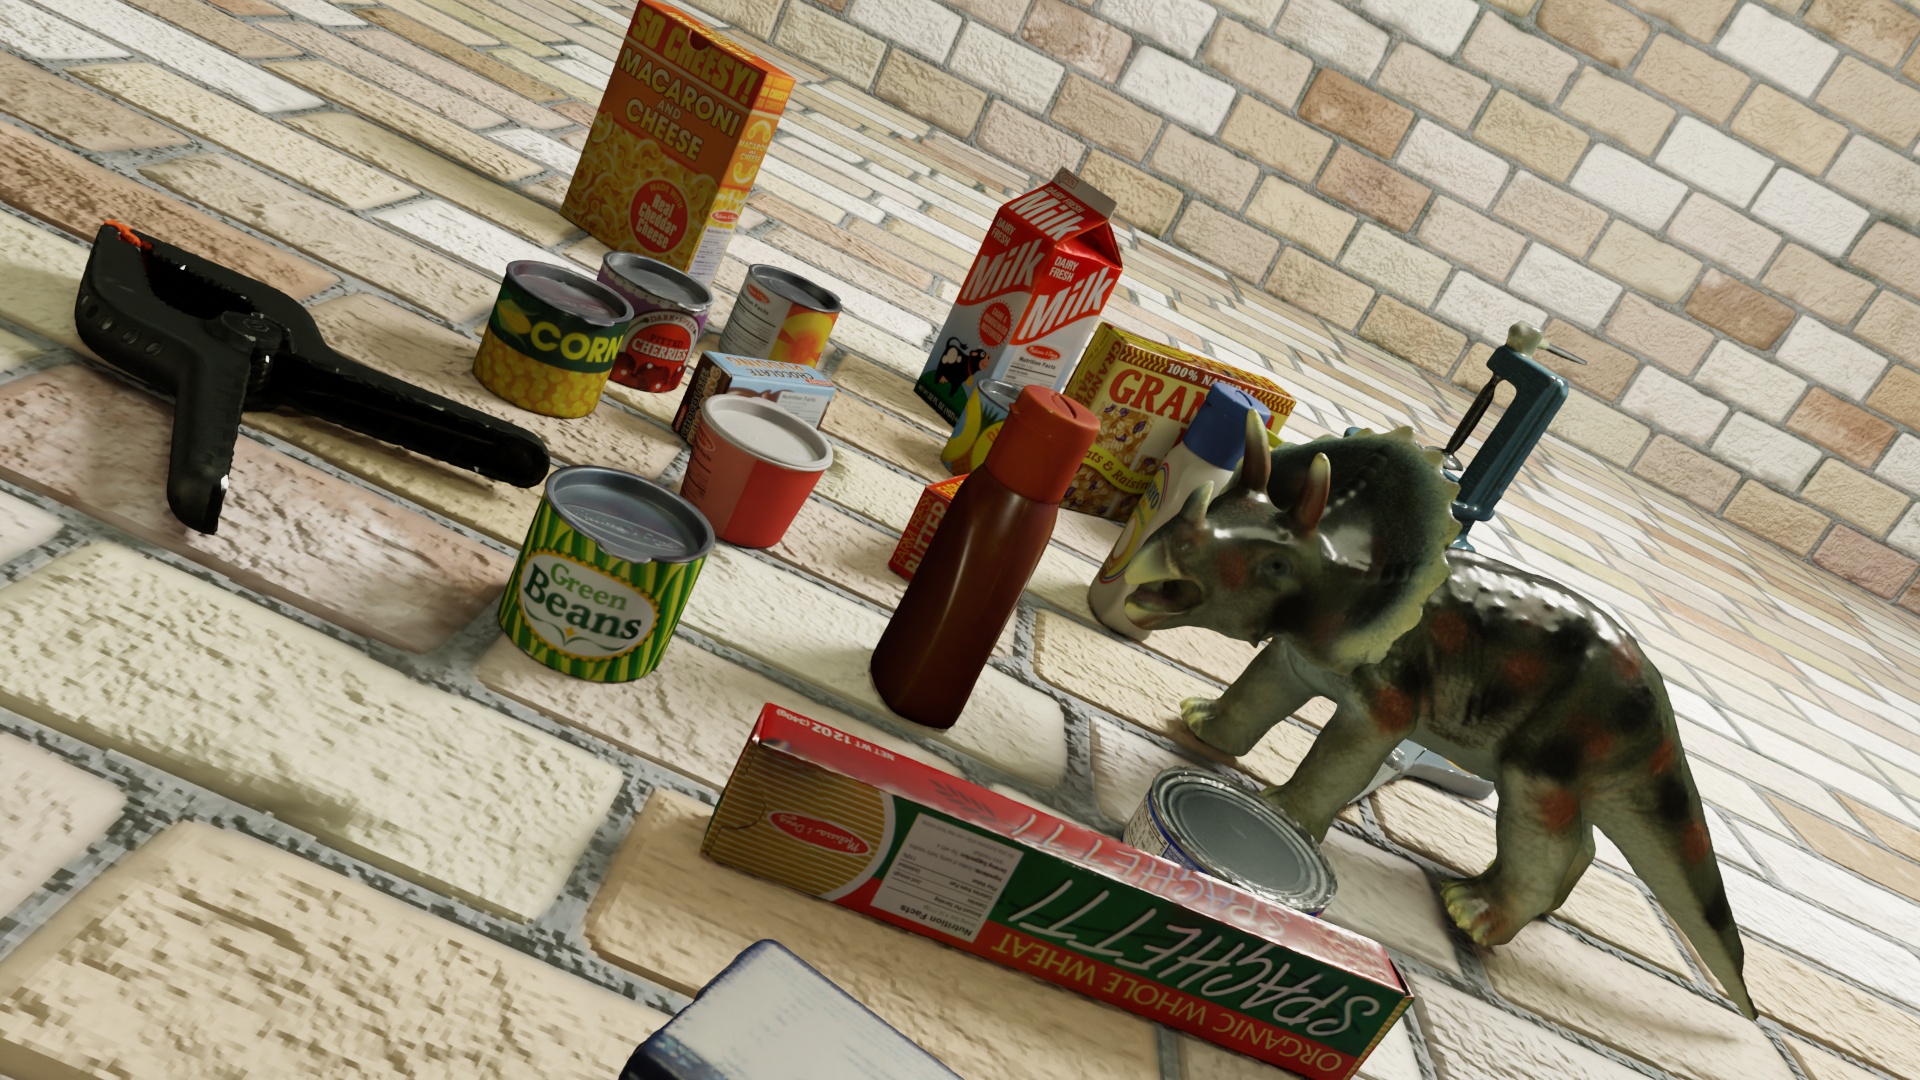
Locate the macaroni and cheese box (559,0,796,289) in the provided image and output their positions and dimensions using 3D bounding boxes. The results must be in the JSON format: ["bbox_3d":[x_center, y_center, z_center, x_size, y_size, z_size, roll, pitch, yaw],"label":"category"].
[{"bbox_3d":[-0.202,-0.277,0.982,0.124,0.165,0.040,34,21,19],"label":"macaroni and cheese box"}]

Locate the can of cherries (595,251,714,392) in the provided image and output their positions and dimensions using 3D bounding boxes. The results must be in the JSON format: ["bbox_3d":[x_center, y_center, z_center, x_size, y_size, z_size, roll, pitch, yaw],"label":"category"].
[{"bbox_3d":[-0.182,-0.124,0.799,0.071,0.058,0.072,24,21,-9],"label":"can of cherries"}]

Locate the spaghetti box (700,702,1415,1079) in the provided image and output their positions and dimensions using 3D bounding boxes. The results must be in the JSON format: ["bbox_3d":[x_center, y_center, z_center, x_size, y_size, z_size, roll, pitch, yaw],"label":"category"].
[{"bbox_3d":[0.036,0.126,0.481,0.250,0.050,0.029,23,21,-11],"label":"spaghetti box"}]

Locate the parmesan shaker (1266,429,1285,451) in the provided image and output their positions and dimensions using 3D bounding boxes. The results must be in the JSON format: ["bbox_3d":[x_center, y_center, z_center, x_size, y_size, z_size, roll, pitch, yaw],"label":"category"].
[{"bbox_3d":[0.172,-0.030,0.941,0.071,0.102,0.071,24,20,-9],"label":"parmesan shaker"}]

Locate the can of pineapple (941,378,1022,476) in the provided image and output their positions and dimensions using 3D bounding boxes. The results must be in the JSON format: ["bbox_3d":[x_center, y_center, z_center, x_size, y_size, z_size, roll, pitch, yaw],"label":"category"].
[{"bbox_3d":[0.028,-0.065,0.915,0.071,0.057,0.071,24,21,-9],"label":"can of pineapple"}]

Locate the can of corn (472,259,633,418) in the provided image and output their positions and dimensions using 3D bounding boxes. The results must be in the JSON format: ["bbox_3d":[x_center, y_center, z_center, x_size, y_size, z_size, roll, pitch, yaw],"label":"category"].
[{"bbox_3d":[-0.208,-0.102,0.713,0.071,0.058,0.071,24,21,-9],"label":"can of corn"}]

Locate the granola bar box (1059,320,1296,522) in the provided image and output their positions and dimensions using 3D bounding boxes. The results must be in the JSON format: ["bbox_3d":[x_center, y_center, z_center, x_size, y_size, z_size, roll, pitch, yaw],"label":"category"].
[{"bbox_3d":[0.139,-0.072,0.971,0.166,0.123,0.039,12,25,-35],"label":"granola bar box"}]

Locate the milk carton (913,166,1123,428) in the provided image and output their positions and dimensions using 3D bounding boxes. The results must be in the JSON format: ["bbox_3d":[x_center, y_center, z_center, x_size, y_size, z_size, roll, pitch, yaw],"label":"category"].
[{"bbox_3d":[0.049,-0.169,0.996,0.073,0.189,0.072,8,28,-42],"label":"milk carton"}]

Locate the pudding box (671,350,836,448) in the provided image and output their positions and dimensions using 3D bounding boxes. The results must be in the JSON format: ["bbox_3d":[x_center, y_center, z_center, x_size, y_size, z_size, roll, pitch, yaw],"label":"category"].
[{"bbox_3d":[-0.114,-0.075,0.775,0.030,0.049,0.084,40,24,31],"label":"pudding box"}]

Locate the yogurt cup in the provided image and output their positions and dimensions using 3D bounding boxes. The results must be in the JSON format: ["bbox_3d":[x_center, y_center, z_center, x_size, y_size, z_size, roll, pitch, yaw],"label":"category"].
[{"bbox_3d":[-0.104,-0.032,0.682,0.072,0.053,0.073,24,21,-9],"label":"yogurt cup"}]

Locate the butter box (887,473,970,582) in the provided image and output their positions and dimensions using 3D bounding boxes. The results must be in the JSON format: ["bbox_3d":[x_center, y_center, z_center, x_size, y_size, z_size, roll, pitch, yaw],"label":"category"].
[{"bbox_3d":[0.003,-0.010,0.758,0.024,0.053,0.104,34,21,17],"label":"butter box"}]

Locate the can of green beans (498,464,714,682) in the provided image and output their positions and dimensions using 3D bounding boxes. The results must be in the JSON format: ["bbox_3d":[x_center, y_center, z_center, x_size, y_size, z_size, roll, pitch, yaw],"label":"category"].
[{"bbox_3d":[-0.136,0.012,0.531,0.071,0.057,0.071,24,21,-9],"label":"can of green beans"}]

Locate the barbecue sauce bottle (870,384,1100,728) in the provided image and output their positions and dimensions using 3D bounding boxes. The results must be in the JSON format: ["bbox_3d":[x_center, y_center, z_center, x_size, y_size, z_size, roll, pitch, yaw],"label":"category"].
[{"bbox_3d":[0.010,0.005,0.596,0.044,0.148,0.065,20,21,-18],"label":"barbecue sauce bottle"}]

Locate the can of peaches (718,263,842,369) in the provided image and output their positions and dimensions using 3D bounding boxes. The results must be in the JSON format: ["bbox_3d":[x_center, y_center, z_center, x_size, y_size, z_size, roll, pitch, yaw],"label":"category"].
[{"bbox_3d":[-0.118,-0.142,0.918,0.071,0.058,0.071,24,21,-9],"label":"can of peaches"}]

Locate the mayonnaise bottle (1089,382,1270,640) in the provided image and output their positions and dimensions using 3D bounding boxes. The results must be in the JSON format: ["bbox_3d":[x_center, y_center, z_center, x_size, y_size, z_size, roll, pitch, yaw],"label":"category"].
[{"bbox_3d":[0.124,-0.018,0.789,0.041,0.147,0.065,24,20,-10],"label":"mayonnaise bottle"}]
